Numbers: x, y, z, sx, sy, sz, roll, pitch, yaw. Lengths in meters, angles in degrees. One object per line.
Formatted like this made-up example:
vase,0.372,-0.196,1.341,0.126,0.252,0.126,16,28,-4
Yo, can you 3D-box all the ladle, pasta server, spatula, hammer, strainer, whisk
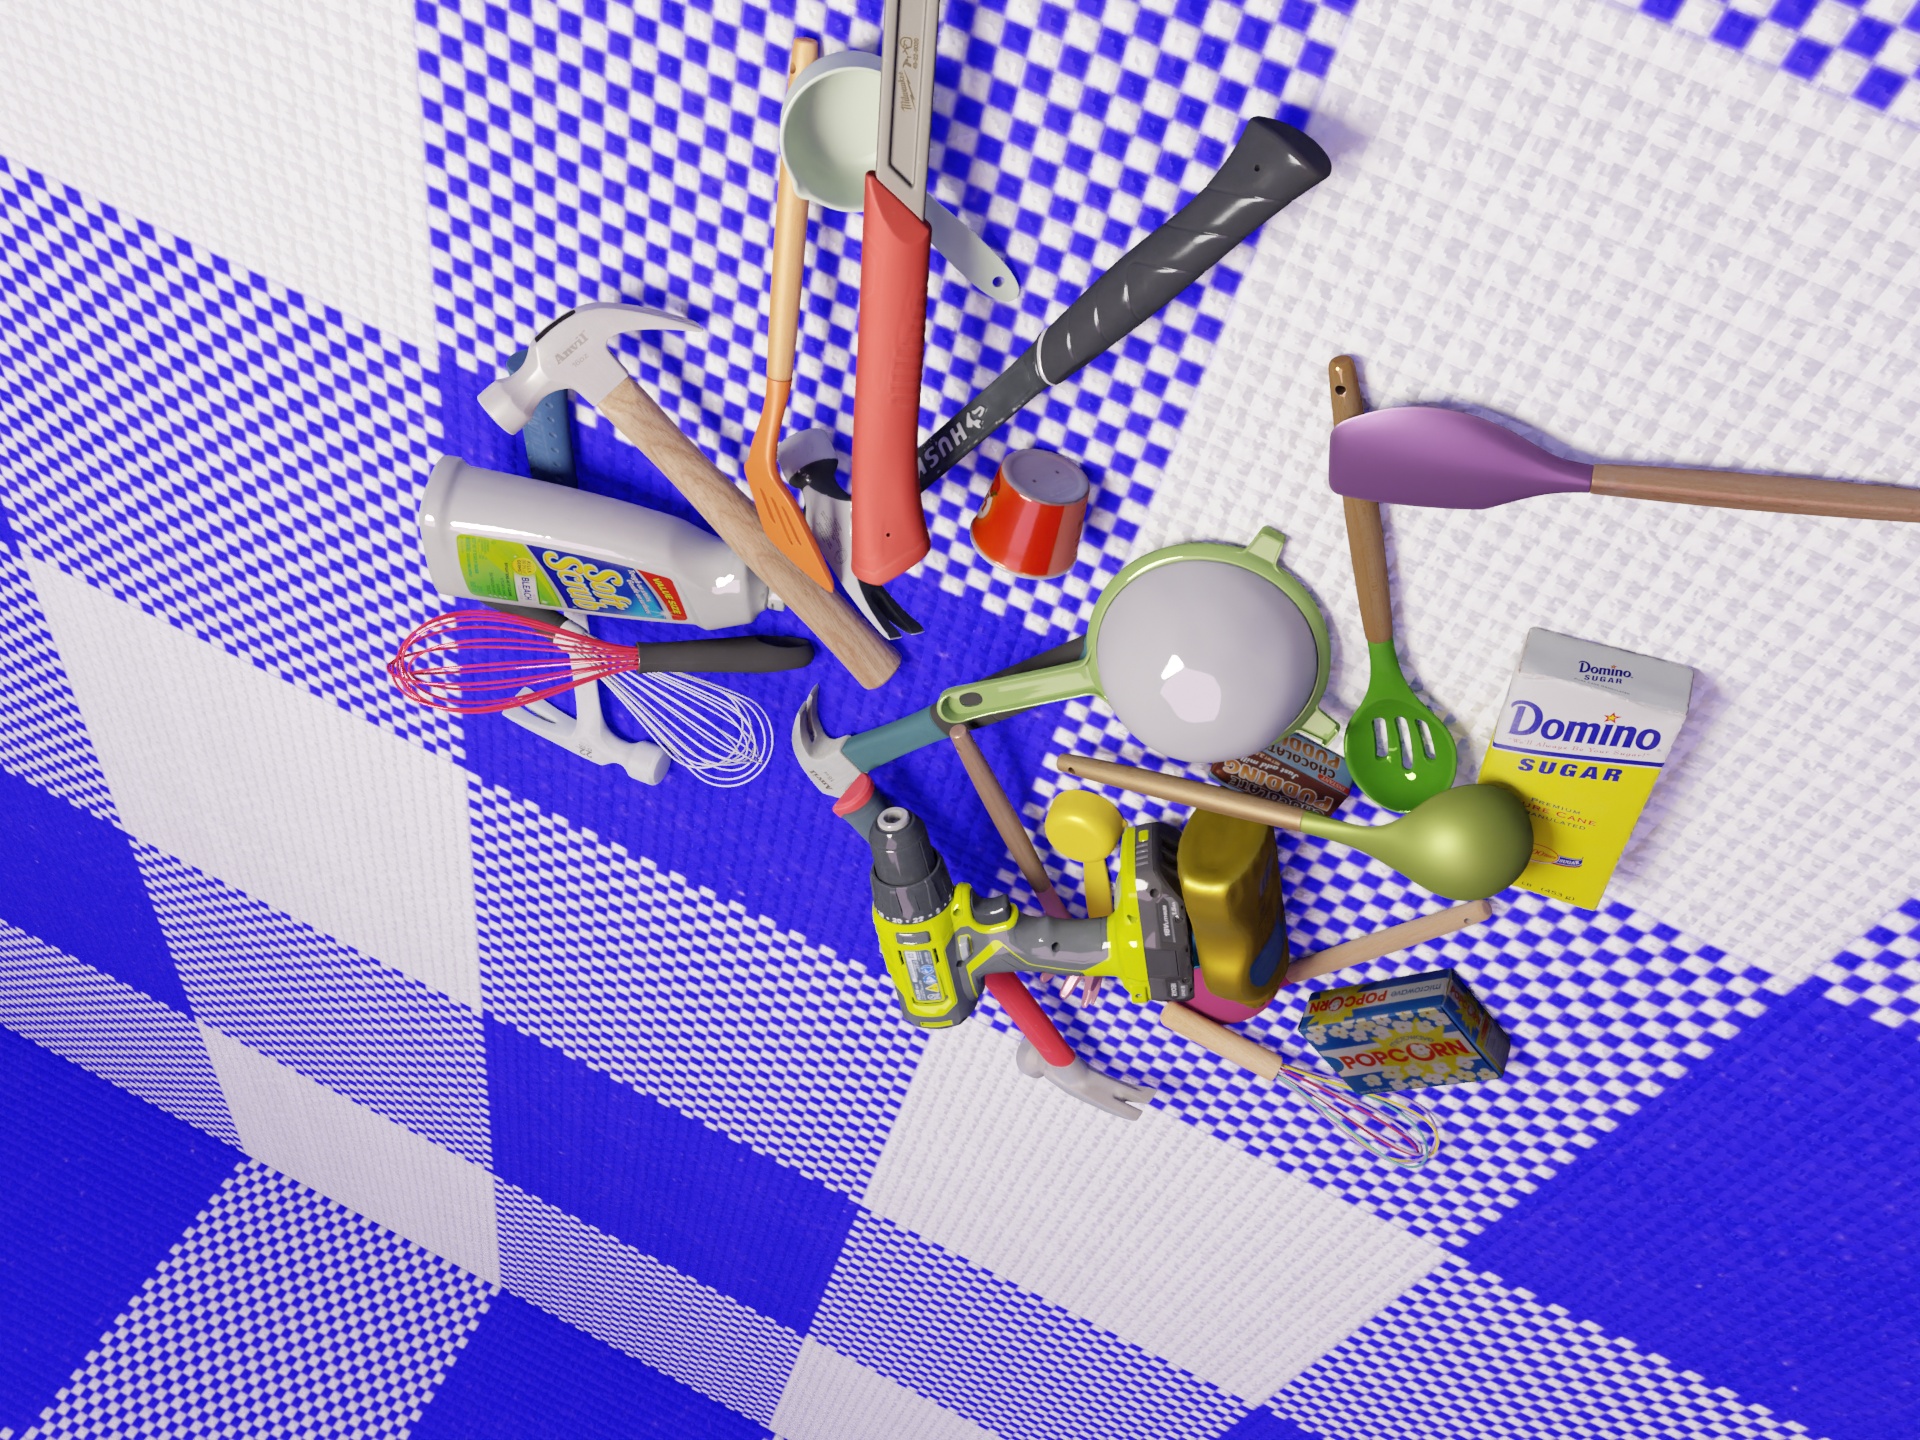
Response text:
ladle,0.202,0.051,1.015,0.320,0.062,0.078,13,134,37
pasta server,0.049,0.115,1.201,0.060,0.040,0.315,19,149,38
spatula,-0.095,-0.223,0.917,0.081,0.041,0.322,41,135,38
hammer,-0.002,-0.004,1.134,0.331,0.033,0.128,-22,120,44
hammer,0.022,0.185,1.266,0.143,0.038,0.385,13,146,49
hammer,-0.301,-0.106,1.205,0.144,0.035,0.405,20,140,12
hammer,-0.043,-0.232,0.821,0.149,0.037,0.358,4,126,-2
hammer,-0.148,-0.137,1.041,0.331,0.130,0.031,46,-177,-32
strainer,0.097,-0.018,0.980,0.256,0.069,0.151,-11,118,22
whisk,0.269,0.291,1.266,0.245,0.051,0.047,27,148,0
whisk,-0.247,-0.044,1.119,0.295,0.073,0.073,-3,145,-18
whisk,-0.262,-0.045,1.179,0.284,0.070,0.070,33,141,3
spatula,0.344,-0.121,0.796,0.316,0.018,0.059,9,131,19
hammer,0.039,-0.183,0.869,0.409,0.036,0.149,-32,79,45

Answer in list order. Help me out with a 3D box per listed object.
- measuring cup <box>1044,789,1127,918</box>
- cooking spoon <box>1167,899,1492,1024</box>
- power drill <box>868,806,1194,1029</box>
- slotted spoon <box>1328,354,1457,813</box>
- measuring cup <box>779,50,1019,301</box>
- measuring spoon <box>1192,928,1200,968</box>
measuring cup,0.097,0.117,1.202,0.062,0.029,0.156,10,134,23
cooking spoon,0.263,0.182,1.180,0.068,0.017,0.319,41,141,-14
power drill,0.048,0.136,1.145,0.228,0.080,0.190,-5,126,10
slotted spoon,0.241,-0.069,0.919,0.070,0.031,0.313,4,132,28
measuring cup,-0.026,-0.285,0.847,0.083,0.038,0.167,-36,130,23
measuring spoon,0.157,0.132,1.200,0.042,0.021,0.128,-12,117,30
